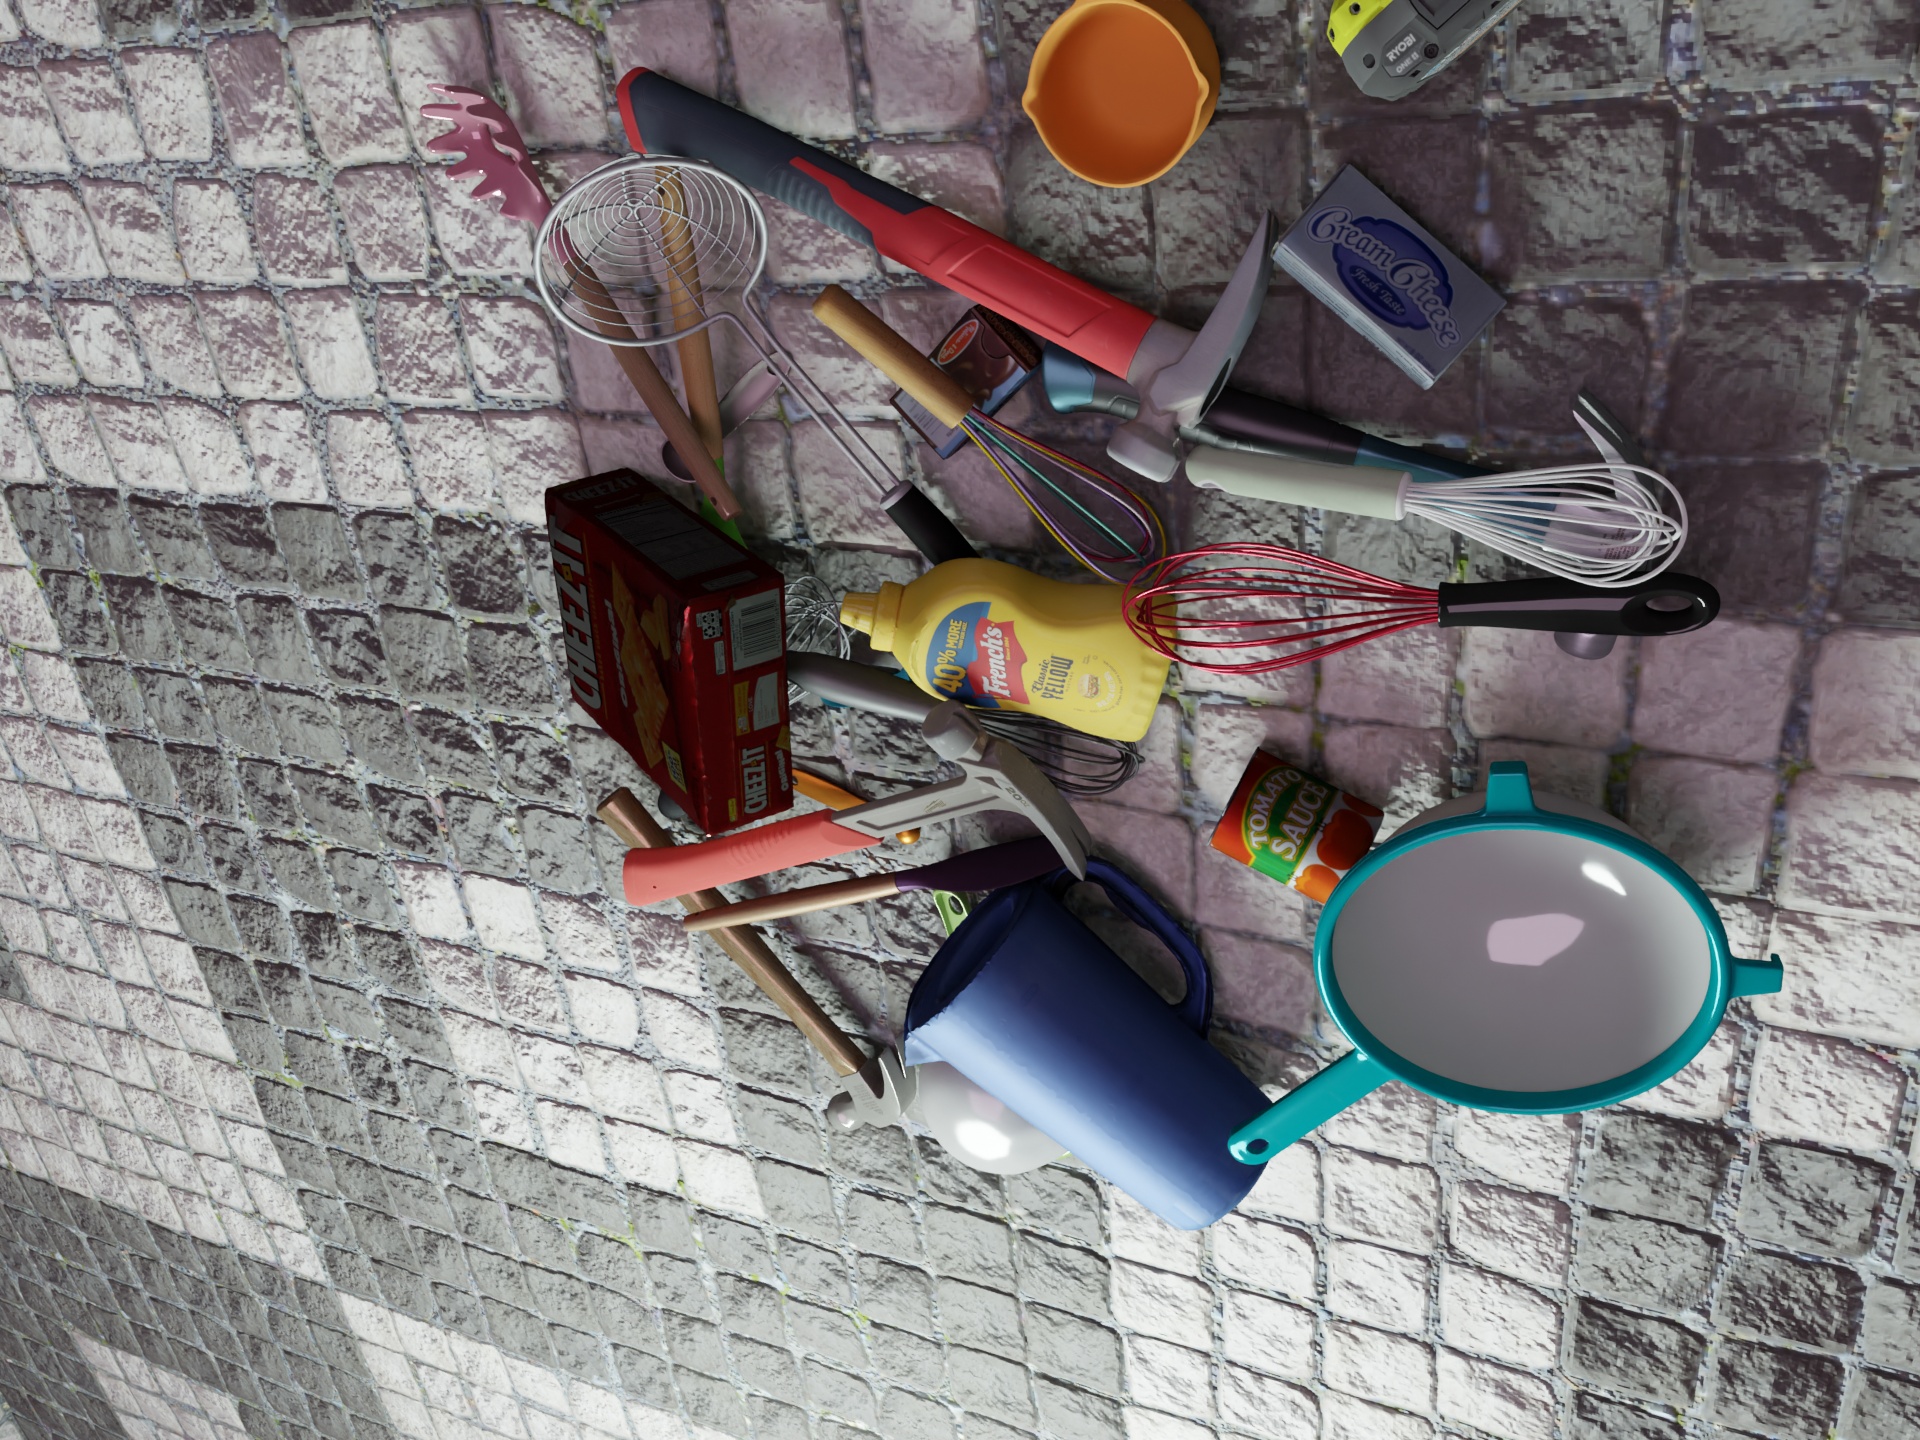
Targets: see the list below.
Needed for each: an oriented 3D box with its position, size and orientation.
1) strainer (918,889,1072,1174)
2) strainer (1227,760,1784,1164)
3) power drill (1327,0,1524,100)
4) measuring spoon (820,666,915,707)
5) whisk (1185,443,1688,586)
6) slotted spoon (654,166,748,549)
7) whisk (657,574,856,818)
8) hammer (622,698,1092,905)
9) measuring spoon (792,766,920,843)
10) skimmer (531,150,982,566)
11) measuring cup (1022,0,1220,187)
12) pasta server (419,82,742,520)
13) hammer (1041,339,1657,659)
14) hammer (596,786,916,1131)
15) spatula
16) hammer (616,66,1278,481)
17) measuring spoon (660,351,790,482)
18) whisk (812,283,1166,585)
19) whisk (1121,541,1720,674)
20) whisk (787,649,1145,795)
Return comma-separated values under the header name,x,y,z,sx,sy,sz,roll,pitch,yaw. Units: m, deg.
name,x,y,z,sx,sy,sz,roll,pitch,yaw
strainer,0.011,0.236,1.142,0.151,0.069,0.256,0,119,29
strainer,0.273,0.150,0.920,0.211,0.095,0.340,36,128,-8
power drill,0.171,-0.396,0.667,0.223,0.080,0.171,51,130,-3
measuring spoon,-0.045,-0.027,1.052,0.128,0.021,0.042,-9,114,43
whisk,0.228,-0.111,0.789,0.246,0.057,0.059,14,91,26
slotted spoon,-0.159,-0.187,0.979,0.070,0.031,0.313,22,134,28
whisk,-0.150,-0.002,1.098,0.070,0.070,0.284,43,134,-1
hammer,-0.092,0.083,1.061,0.359,0.037,0.149,-17,129,37
measuring spoon,-0.081,0.060,1.124,0.117,0.011,0.021,24,127,15
skimmer,-0.081,-0.162,0.901,0.127,0.090,0.363,-35,110,22
measuring cup,0.076,-0.348,0.756,0.095,0.052,0.173,5,124,26
pasta server,-0.227,-0.252,0.963,0.316,0.040,0.060,57,143,4
hammer,0.195,-0.140,0.835,0.331,0.033,0.128,21,127,17
hammer,-0.154,0.180,1.205,0.331,0.031,0.130,50,140,-8
spatula,-0.064,0.117,1.097,0.316,0.060,0.018,-13,112,27
hammer,-0.022,-0.279,0.856,0.386,0.038,0.143,31,105,16
measuring spoon,-0.145,-0.195,1.006,0.034,0.018,0.124,43,124,-17
whisk,0.020,-0.160,0.885,0.245,0.051,0.047,37,105,-14
whisk,0.226,-0.059,0.815,0.296,0.073,0.073,1,119,22
whisk,-0.001,-0.004,0.989,0.239,0.055,0.055,16,126,2
